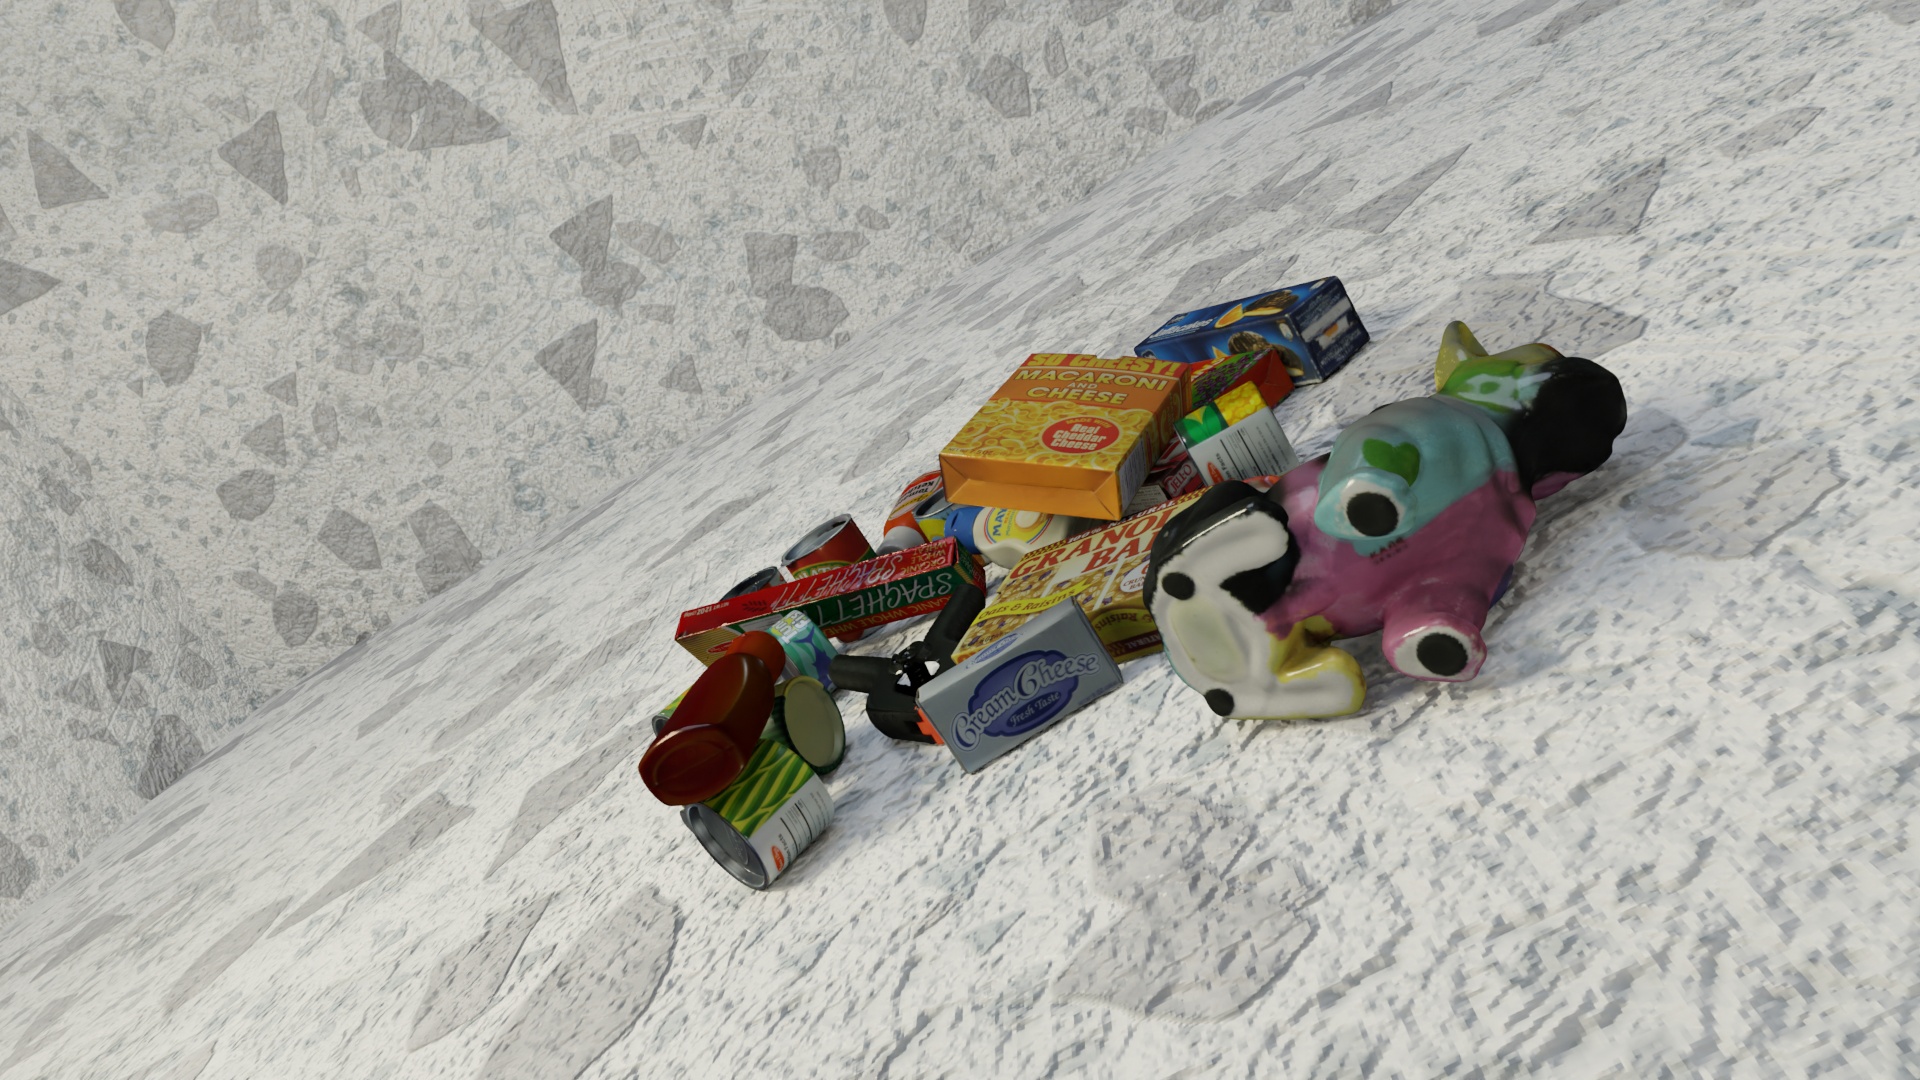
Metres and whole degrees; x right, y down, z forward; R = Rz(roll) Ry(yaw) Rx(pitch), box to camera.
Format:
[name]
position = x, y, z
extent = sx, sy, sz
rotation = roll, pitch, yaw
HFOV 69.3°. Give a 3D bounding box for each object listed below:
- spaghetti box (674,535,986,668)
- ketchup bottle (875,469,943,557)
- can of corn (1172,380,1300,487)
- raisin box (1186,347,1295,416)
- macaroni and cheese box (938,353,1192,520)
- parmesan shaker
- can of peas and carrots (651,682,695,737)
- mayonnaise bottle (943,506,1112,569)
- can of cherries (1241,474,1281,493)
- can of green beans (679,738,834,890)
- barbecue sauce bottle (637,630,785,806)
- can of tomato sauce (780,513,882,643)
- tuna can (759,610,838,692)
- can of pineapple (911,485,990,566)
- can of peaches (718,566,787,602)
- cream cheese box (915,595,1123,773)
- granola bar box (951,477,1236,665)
[spaghetti box]
position = -0.100, 0.050, 1.053
extent = 0.249, 0.050, 0.029
rotation = -16, 49, 23
[ketchup bottle]
position = -0.039, -0.012, 1.211
extent = 0.064, 0.043, 0.149
rotation = -26, 17, 23
[can of corn]
position = 0.177, -0.062, 0.891
extent = 0.058, 0.071, 0.071
rotation = -29, 16, 11
[raisin box]
position = 0.181, -0.103, 1.062
extent = 0.086, 0.040, 0.123
rotation = -40, 16, -22
[macaroni and cheese box]
position = 0.076, -0.076, 0.947
extent = 0.124, 0.040, 0.167
rotation = 7, 34, 24
[parmesan shaker]
position = -0.135, 0.135, 0.902
extent = 0.103, 0.071, 0.072
rotation = -24, 17, 28
[can of peas and carrots]
position = -0.176, 0.132, 0.995
extent = 0.059, 0.071, 0.071
rotation = -42, 18, -33
[mayonnaise bottle]
position = 0.044, -0.008, 1.000
extent = 0.148, 0.041, 0.065
rotation = -1, 60, 54
[can of cherries]
position = 0.157, 0.005, 0.741
extent = 0.071, 0.058, 0.072
rotation = -31, 16, 10
[can of green beans]
position = -0.115, 0.157, 0.799
extent = 0.058, 0.071, 0.071
rotation = -43, 18, -33
[barbecue sauce bottle]
position = -0.137, 0.098, 0.818
extent = 0.065, 0.043, 0.149
rotation = -28, 14, 15
[can of tomato sauce]
position = -0.094, 0.032, 1.110
extent = 0.071, 0.083, 0.071
rotation = -31, 15, 9
[tuna can]
position = -0.116, 0.084, 1.017
extent = 0.033, 0.071, 0.071
rotation = -38, 16, -20
[can of pineapple]
position = 0.004, -0.014, 1.104
extent = 0.071, 0.057, 0.071
rotation = -30, 15, 9
[can of peaches]
position = -0.174, 0.066, 1.212
extent = 0.071, 0.058, 0.071
rotation = -31, 16, 10
[cream cheese box]
position = 0.033, 0.080, 0.767
extent = 0.104, 0.053, 0.024
rotation = -31, 13, 5
[granola bar box]
position = 0.088, 0.030, 0.839
extent = 0.165, 0.039, 0.125
rotation = -21, 19, 36
